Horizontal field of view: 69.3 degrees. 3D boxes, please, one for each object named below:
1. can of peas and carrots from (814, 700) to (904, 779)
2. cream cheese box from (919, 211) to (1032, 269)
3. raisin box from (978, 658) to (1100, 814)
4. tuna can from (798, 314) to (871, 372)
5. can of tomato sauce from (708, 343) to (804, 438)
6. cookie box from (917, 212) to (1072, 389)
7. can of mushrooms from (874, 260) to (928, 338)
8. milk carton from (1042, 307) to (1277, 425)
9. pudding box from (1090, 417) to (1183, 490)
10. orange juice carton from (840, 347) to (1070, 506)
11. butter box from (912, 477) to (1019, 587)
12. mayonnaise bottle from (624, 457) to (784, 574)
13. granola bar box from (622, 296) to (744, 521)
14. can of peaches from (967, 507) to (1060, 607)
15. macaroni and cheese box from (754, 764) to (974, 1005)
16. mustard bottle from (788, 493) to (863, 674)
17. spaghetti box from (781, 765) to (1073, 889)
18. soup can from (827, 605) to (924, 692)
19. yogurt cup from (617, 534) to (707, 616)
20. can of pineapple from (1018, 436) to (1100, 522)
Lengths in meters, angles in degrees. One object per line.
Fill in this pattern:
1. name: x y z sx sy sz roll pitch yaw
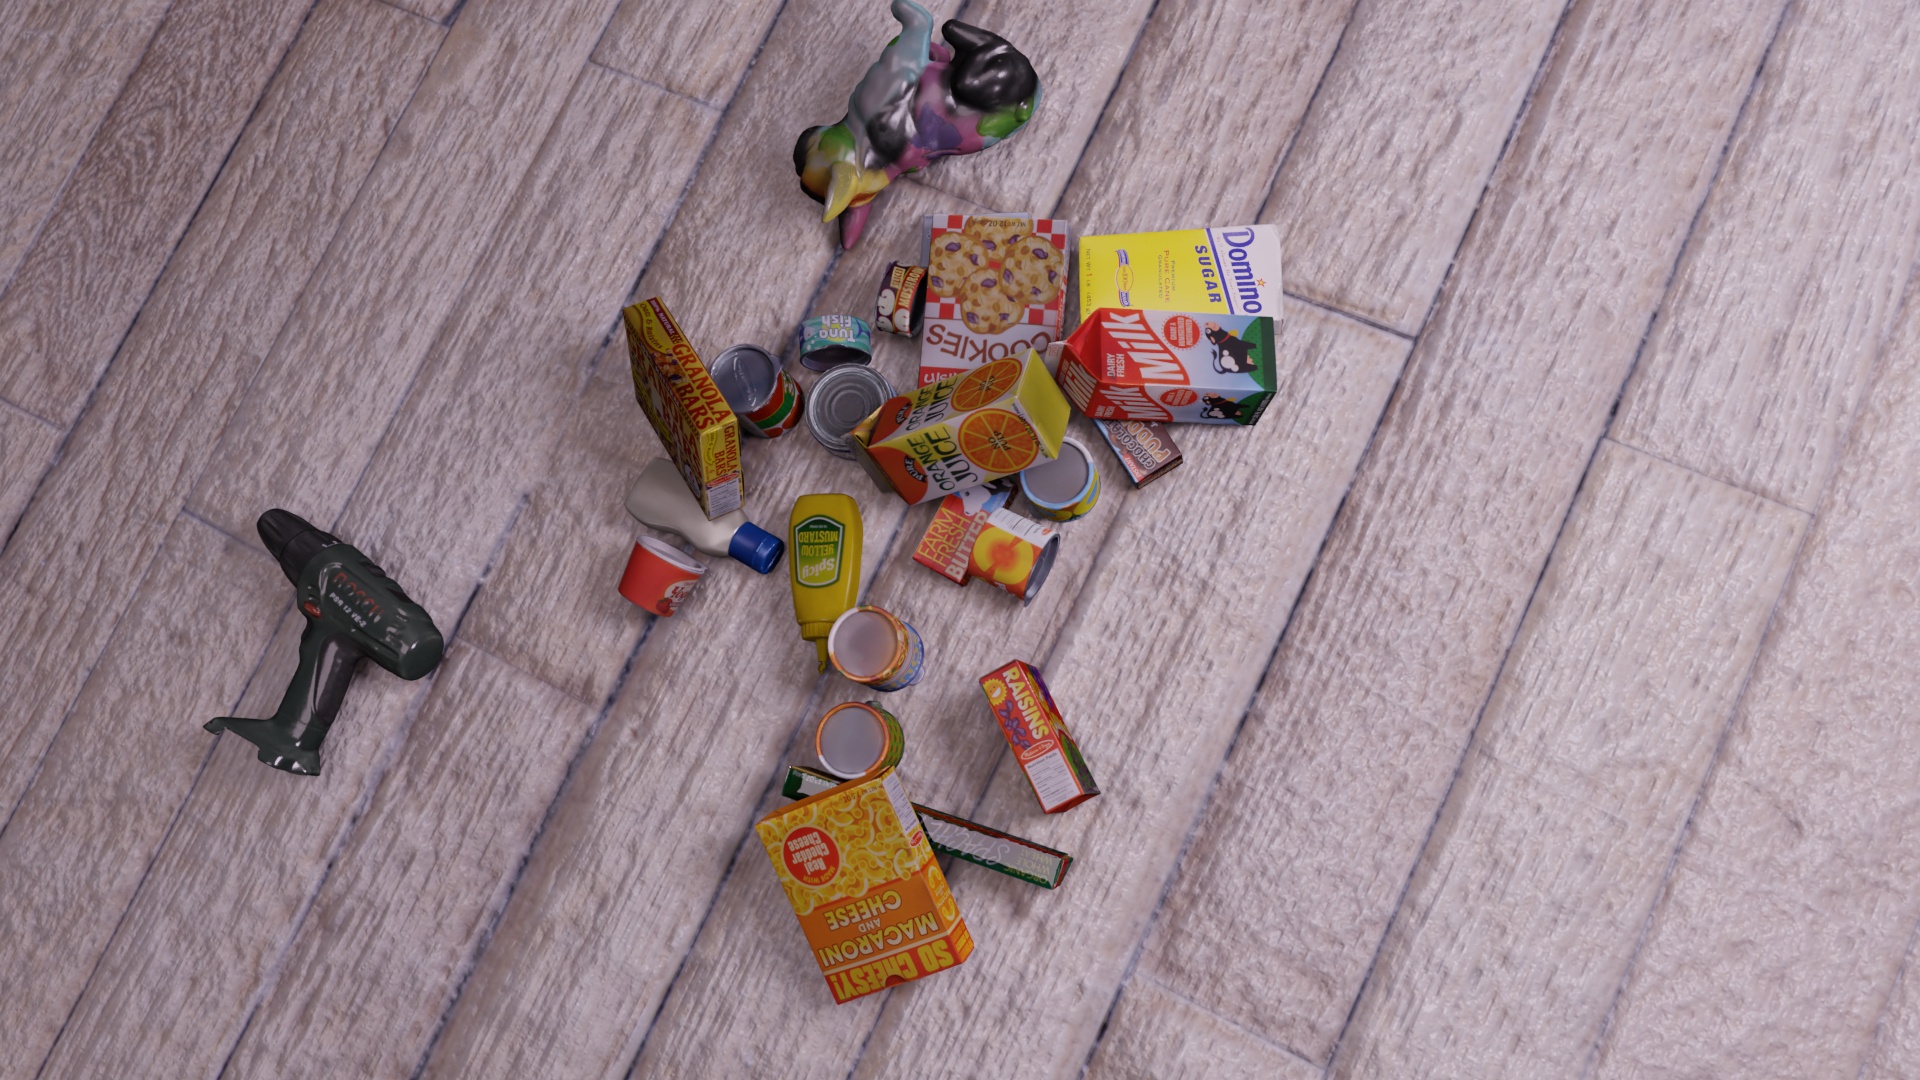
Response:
1. can of peas and carrots: -0.086 0.171 1.195 0.071 0.058 0.071 -2 78 10
2. cream cheese box: 0.015 -0.275 1.289 0.104 0.024 0.053 1 80 11
3. raisin box: 0.066 0.163 1.153 0.040 0.086 0.123 -29 74 9
4. tuna can: -0.115 -0.181 1.271 0.071 0.071 0.033 -6 77 10
5. can of tomato sauce: -0.184 -0.136 1.268 0.071 0.083 0.071 -2 78 10
6. cookie box: 0.030 -0.205 1.247 0.123 0.040 0.167 6 91 12
7. can of mushrooms: -0.051 -0.221 1.267 0.033 0.071 0.071 17 82 12
8. milk carton: 0.165 -0.148 1.180 0.191 0.072 0.073 2 70 -3
9. pudding box: 0.153 -0.092 1.220 0.049 0.030 0.084 -32 74 3
10. orange juice carton: -0.009 -0.091 1.201 0.192 0.071 0.073 -17 35 29
11. butter box: 0.004 -0.015 1.236 0.053 0.024 0.103 27 84 16
12. mayonnaise bottle: -0.232 -0.018 1.275 0.148 0.041 0.065 29 79 14
13. granola bar box: -0.246 -0.118 1.238 0.039 0.123 0.166 -24 60 -21
14. can of peaches: 0.045 0.014 1.200 0.058 0.071 0.071 26 84 15
15. macaroni and cheese box: -0.079 0.285 1.144 0.123 0.040 0.166 -24 90 19
16. mustard bottle: -0.120 0.039 1.235 0.065 0.048 0.160 -3 77 12
17. spaghetti box: -0.029 0.241 1.174 0.250 0.050 0.029 16 84 14
18. soup can: -0.070 0.095 1.196 0.071 0.083 0.071 -2 78 10
19. yogurt cup: -0.274 0.034 1.260 0.072 0.072 0.054 30 93 15
20. can of pineapple: 0.086 -0.052 1.210 0.071 0.058 0.071 -2 78 11
